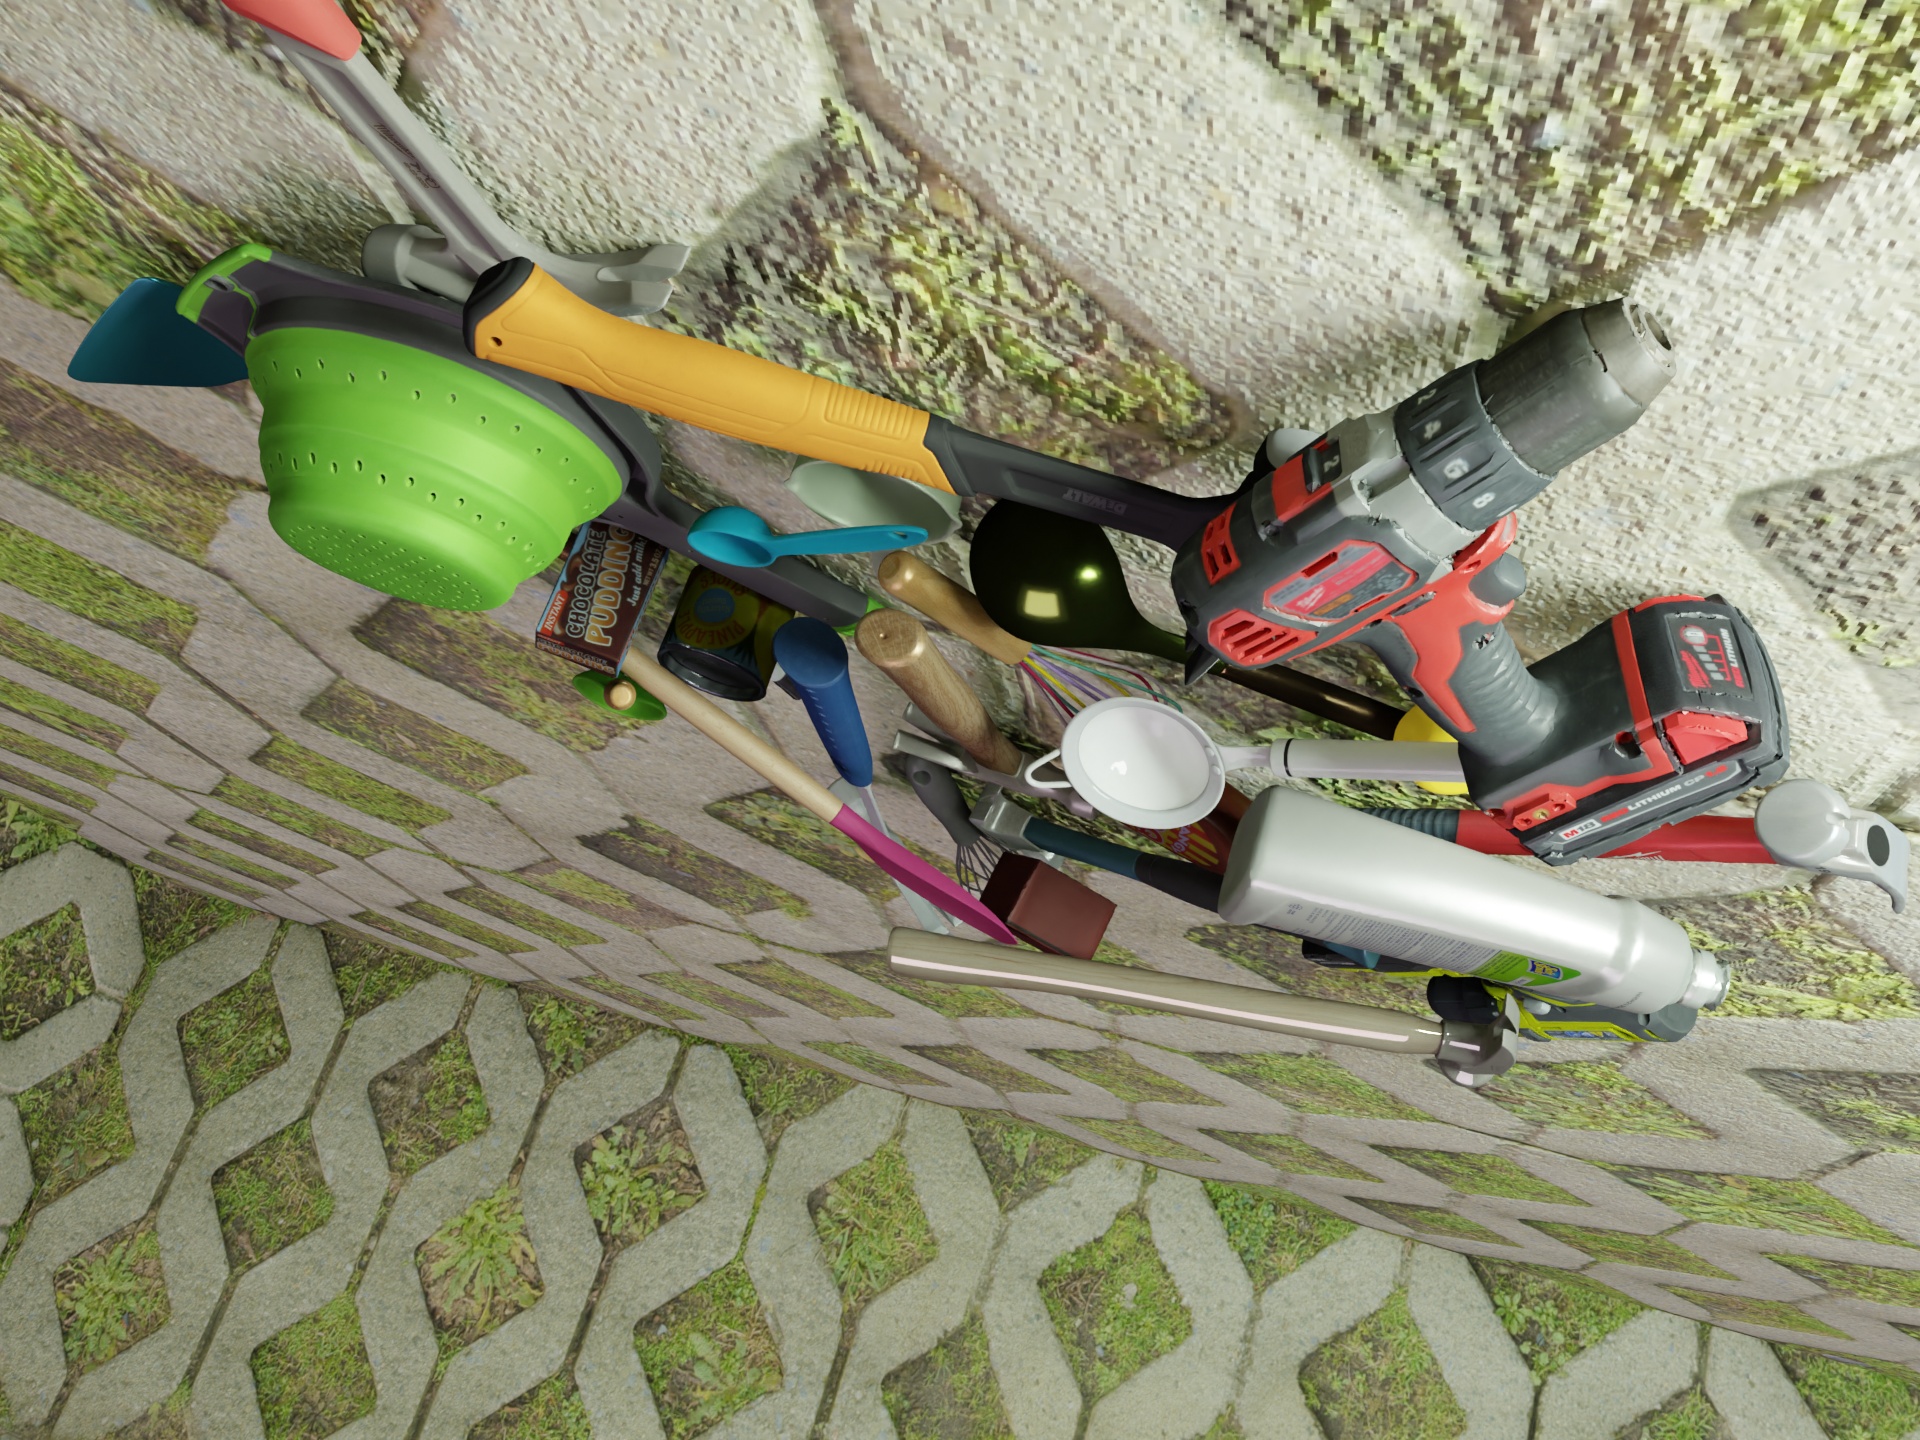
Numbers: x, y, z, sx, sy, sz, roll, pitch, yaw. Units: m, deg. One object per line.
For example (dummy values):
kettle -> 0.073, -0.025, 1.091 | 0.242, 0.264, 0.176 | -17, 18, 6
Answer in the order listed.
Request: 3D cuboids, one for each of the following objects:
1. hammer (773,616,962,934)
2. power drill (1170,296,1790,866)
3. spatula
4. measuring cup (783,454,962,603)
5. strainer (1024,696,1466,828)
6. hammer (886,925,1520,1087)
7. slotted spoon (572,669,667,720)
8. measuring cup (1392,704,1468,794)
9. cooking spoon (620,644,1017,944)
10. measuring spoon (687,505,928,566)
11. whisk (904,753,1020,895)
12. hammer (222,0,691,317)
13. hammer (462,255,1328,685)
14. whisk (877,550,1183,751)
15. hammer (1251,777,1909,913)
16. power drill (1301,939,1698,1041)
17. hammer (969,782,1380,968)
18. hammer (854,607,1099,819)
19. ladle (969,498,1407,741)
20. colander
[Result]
hammer -> -0.059, 0.038, 0.993 | 0.144, 0.035, 0.405 | 50, 170, 18
power drill -> 0.216, -0.046, 0.591 | 0.226, 0.080, 0.188 | 30, 136, -29
spatula -> -0.301, -0.137, 0.858 | 0.082, 0.044, 0.317 | -33, 134, 30
measuring cup -> -0.031, -0.098, 0.750 | 0.083, 0.038, 0.167 | 14, 165, 9
strainer -> 0.153, 0.018, 0.781 | 0.258, 0.050, 0.086 | 1, 129, 33
hammer -> 0.150, 0.179, 1.045 | 0.410, 0.038, 0.146 | 7, 160, 12
slotted spoon -> -0.215, -0.017, 1.009 | 0.070, 0.031, 0.314 | 22, 177, -12
measuring cup -> 0.223, -0.013, 0.740 | 0.062, 0.029, 0.156 | -21, 140, 15
cooking spoon -> -0.093, 0.038, 0.927 | 0.318, 0.017, 0.069 | 37, 165, -11
measuring spoon -> -0.069, -0.089, 0.728 | 0.129, 0.021, 0.042 | 0, 161, 30
whisk -> 0.001, 0.082, 1.174 | 0.055, 0.055, 0.238 | 9, 153, 24
hammer -> -0.232, -0.254, 0.511 | 0.149, 0.037, 0.358 | 8, 158, 24
hammer -> -0.029, -0.107, 0.634 | 0.336, 0.034, 0.127 | 16, 139, -8
whisk -> 0.043, -0.028, 0.813 | 0.051, 0.047, 0.244 | -5, 158, 38
hammer -> 0.299, 0.065, 0.879 | 0.143, 0.038, 0.386 | 21, 165, -41
power drill -> 0.333, 0.154, 1.037 | 0.228, 0.080, 0.190 | 26, 158, -28
hammer -> 0.133, 0.100, 1.036 | 0.331, 0.033, 0.128 | 15, 163, 45
hammer -> -0.001, -0.003, 0.890 | 0.130, 0.031, 0.331 | 17, 171, 16
ladle -> 0.149, -0.032, 0.777 | 0.320, 0.062, 0.078 | 18, 149, -21
colander -> -0.190, -0.083, 0.782 | 0.396, 0.094, 0.204 | 26, 161, -36
